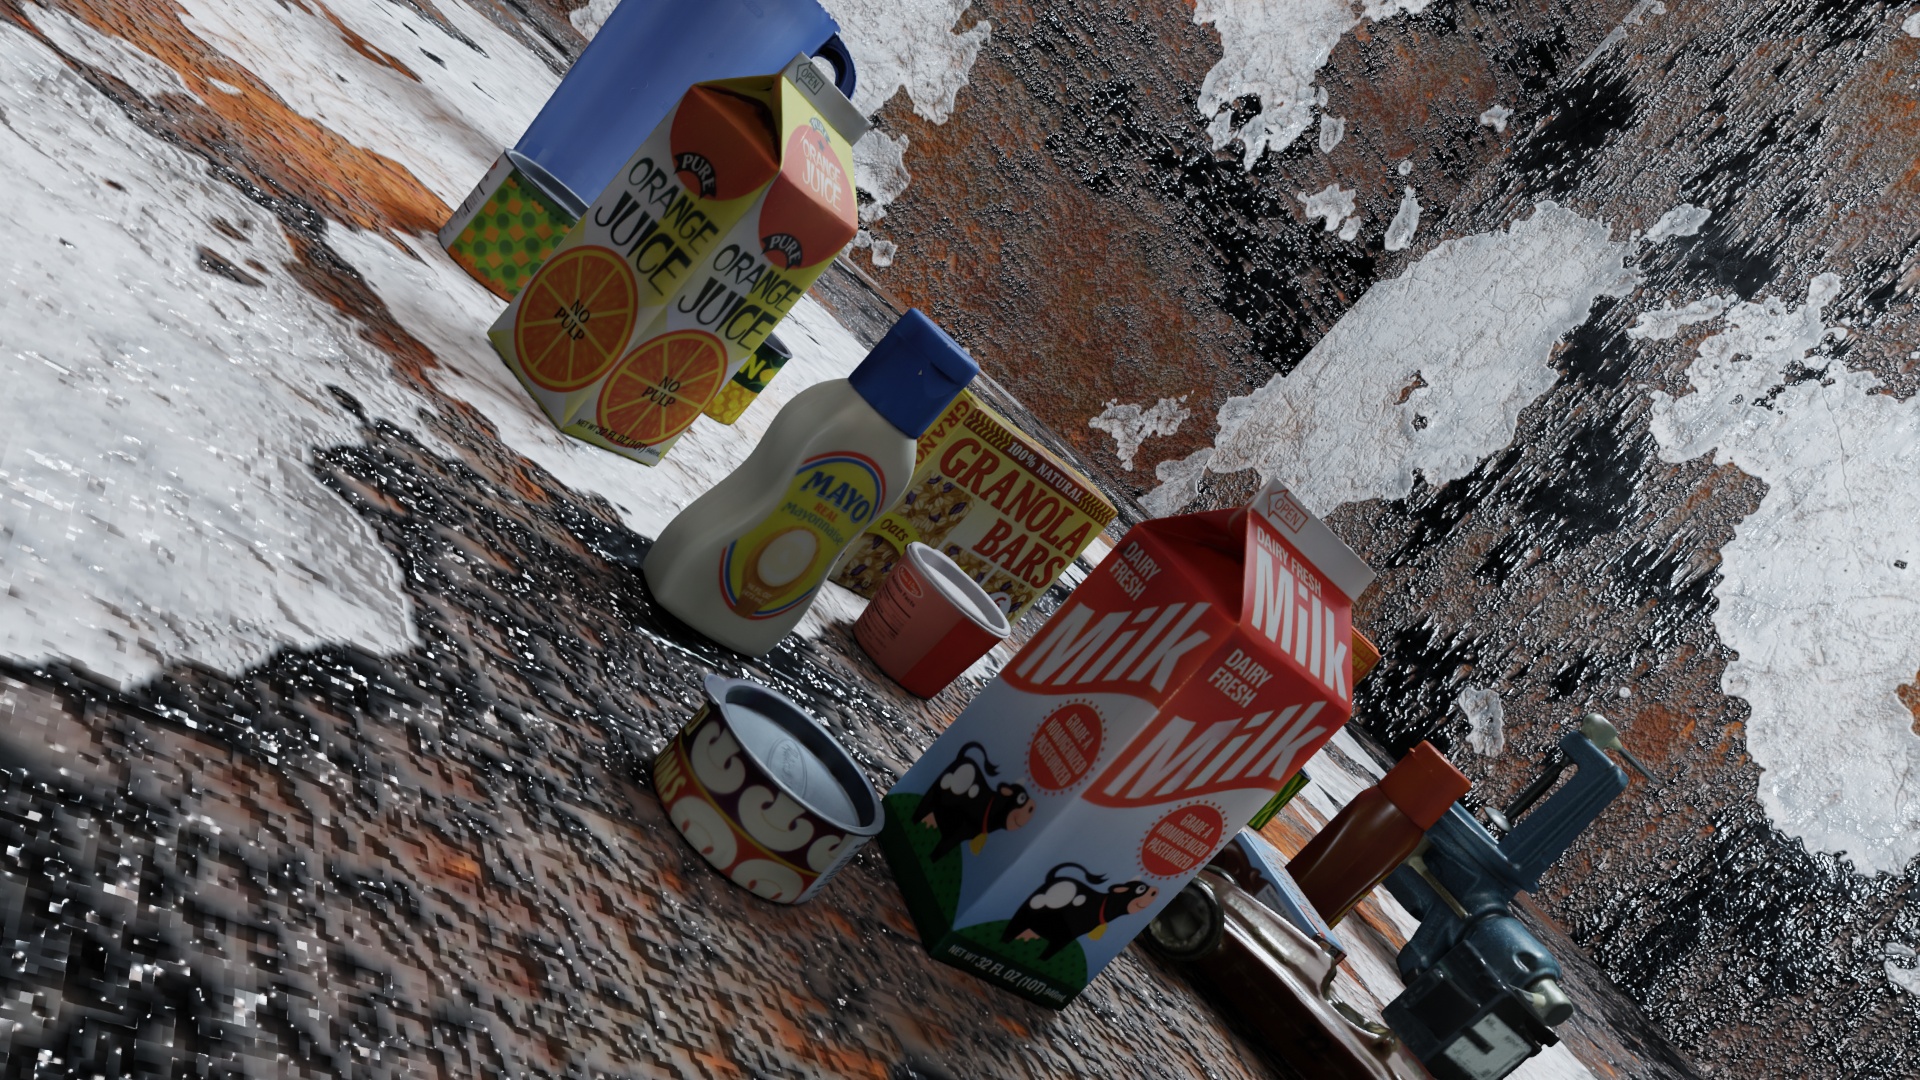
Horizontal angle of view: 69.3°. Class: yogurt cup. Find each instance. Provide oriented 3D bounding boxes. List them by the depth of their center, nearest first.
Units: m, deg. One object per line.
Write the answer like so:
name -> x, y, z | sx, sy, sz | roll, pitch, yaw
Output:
yogurt cup -> -0.017, 0.042, 0.697 | 0.072, 0.054, 0.072 | 41, 9, -8

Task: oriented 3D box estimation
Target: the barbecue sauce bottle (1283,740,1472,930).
barbecue sauce bottle -> 0.225, 0.178, 0.794 | 0.044, 0.148, 0.065 | 44, 9, 12

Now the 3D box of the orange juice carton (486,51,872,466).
orange juice carton -> -0.119, -0.134, 0.638 | 0.073, 0.192, 0.072 | 47, 9, 25

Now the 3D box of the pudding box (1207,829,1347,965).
pudding box -> 0.157, 0.198, 0.726 | 0.030, 0.049, 0.084 | 37, 10, -31

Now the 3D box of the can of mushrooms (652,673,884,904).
can of mushrooms -> -0.060, 0.074, 0.423 | 0.071, 0.033, 0.071 | 41, 9, -8

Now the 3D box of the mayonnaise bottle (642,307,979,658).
mayonnaise bottle -> -0.055, -0.024, 0.541 | 0.064, 0.148, 0.041 | 36, 10, -38

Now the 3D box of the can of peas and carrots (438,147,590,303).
can of peas and carrots -> -0.227, -0.160, 0.730 | 0.071, 0.058, 0.071 | 41, 9, -8

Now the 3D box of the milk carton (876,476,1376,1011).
milk carton -> 0.062, 0.065, 0.487 | 0.072, 0.190, 0.074 | 37, 10, -35

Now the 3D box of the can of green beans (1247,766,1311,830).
can of green beans -> 0.230, 0.183, 1.085 | 0.071, 0.057, 0.071 | 41, 9, -8

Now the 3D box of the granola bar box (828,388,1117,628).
granola bar box -> 0.003, -0.010, 0.802 | 0.165, 0.124, 0.039 | 31, 14, -52

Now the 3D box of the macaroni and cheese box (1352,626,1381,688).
macaroni and cheese box -> 0.219, 0.125, 0.960 | 0.040, 0.166, 0.124 | 45, 9, 14

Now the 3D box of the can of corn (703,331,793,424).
can of corn -> -0.147, -0.113, 0.853 | 0.071, 0.058, 0.071 | 41, 9, -8
